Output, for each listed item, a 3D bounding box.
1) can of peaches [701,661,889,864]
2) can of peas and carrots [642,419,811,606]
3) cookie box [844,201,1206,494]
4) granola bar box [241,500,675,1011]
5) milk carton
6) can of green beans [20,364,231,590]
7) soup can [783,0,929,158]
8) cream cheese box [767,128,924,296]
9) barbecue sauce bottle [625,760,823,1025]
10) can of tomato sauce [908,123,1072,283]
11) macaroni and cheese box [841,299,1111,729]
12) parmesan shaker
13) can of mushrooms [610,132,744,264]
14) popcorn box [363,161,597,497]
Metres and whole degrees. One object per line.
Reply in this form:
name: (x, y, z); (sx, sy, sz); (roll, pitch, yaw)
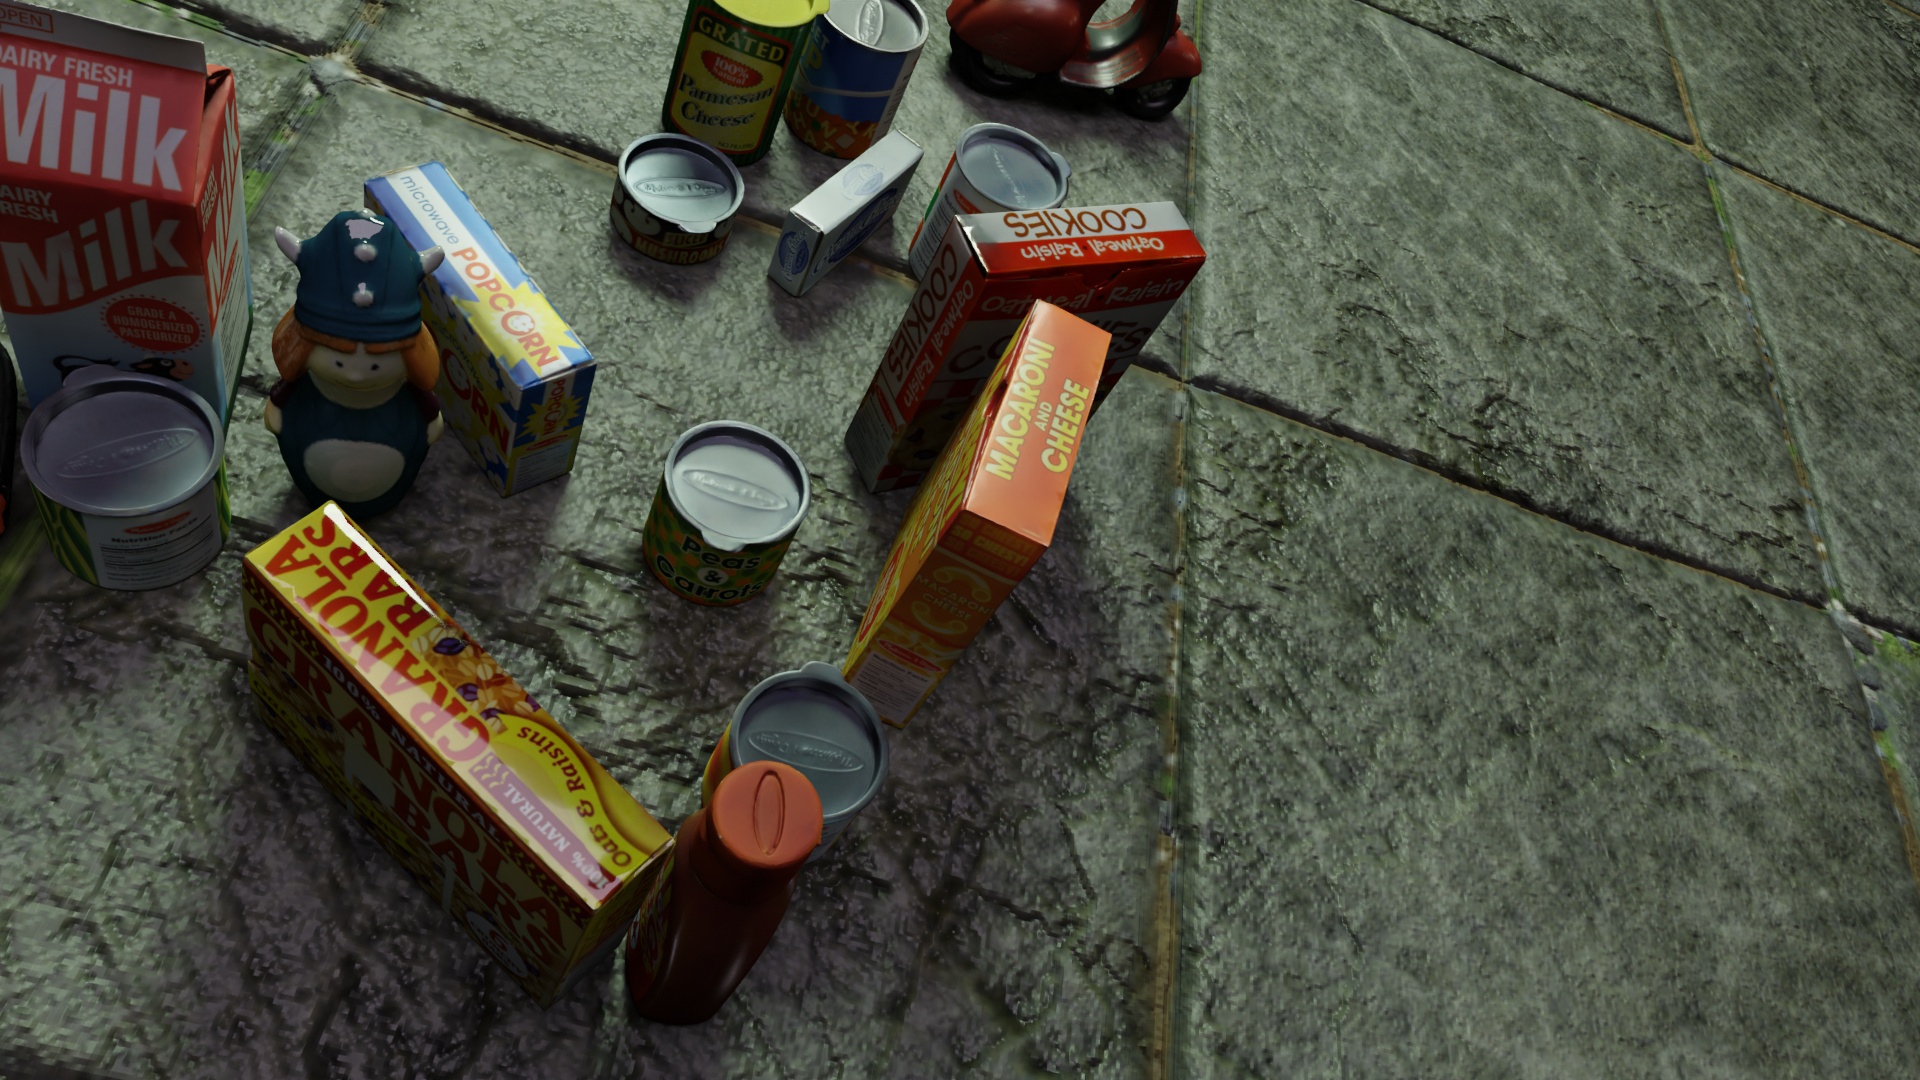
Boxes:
can of peaches: (-0.069, 0.094, 0.578); (0.071, 0.057, 0.071); (12, 54, -17)
can of peas and carrots: (-0.107, -0.010, 0.630); (0.071, 0.058, 0.071); (12, 54, -17)
cookie box: (0.027, -0.091, 0.677); (0.123, 0.166, 0.040); (-12, 64, -30)
granola bar box: (-0.183, 0.082, 0.493); (0.165, 0.123, 0.039); (43, 52, 7)
milk carton: (-0.317, -0.122, 0.526); (0.072, 0.189, 0.074); (7, 56, -20)
can of green beans: (-0.323, -0.022, 0.542); (0.071, 0.057, 0.071); (12, 54, -17)
soup can: (-0.065, -0.278, 0.814); (0.071, 0.083, 0.072); (12, 54, -17)
cream cheese box: (-0.063, -0.182, 0.770); (0.024, 0.053, 0.104); (38, 51, 3)
barbecue sauce bottle: (-0.085, 0.123, 0.494); (0.044, 0.147, 0.065); (11, 55, -18)
can of tomato sauce: (0.016, -0.182, 0.786); (0.071, 0.082, 0.071); (12, 54, -17)
macaroni and cheese box: (0.002, -0.008, 0.610); (0.040, 0.165, 0.124); (25, 52, -7)
parmesan shaker: (-0.121, -0.265, 0.768); (0.071, 0.102, 0.071); (12, 54, -17)
can of mushrooms: (-0.151, -0.181, 0.741); (0.071, 0.033, 0.071); (12, 54, -17)
popcorn box: (-0.218, -0.094, 0.620); (0.038, 0.084, 0.127); (-30, 74, -36)
